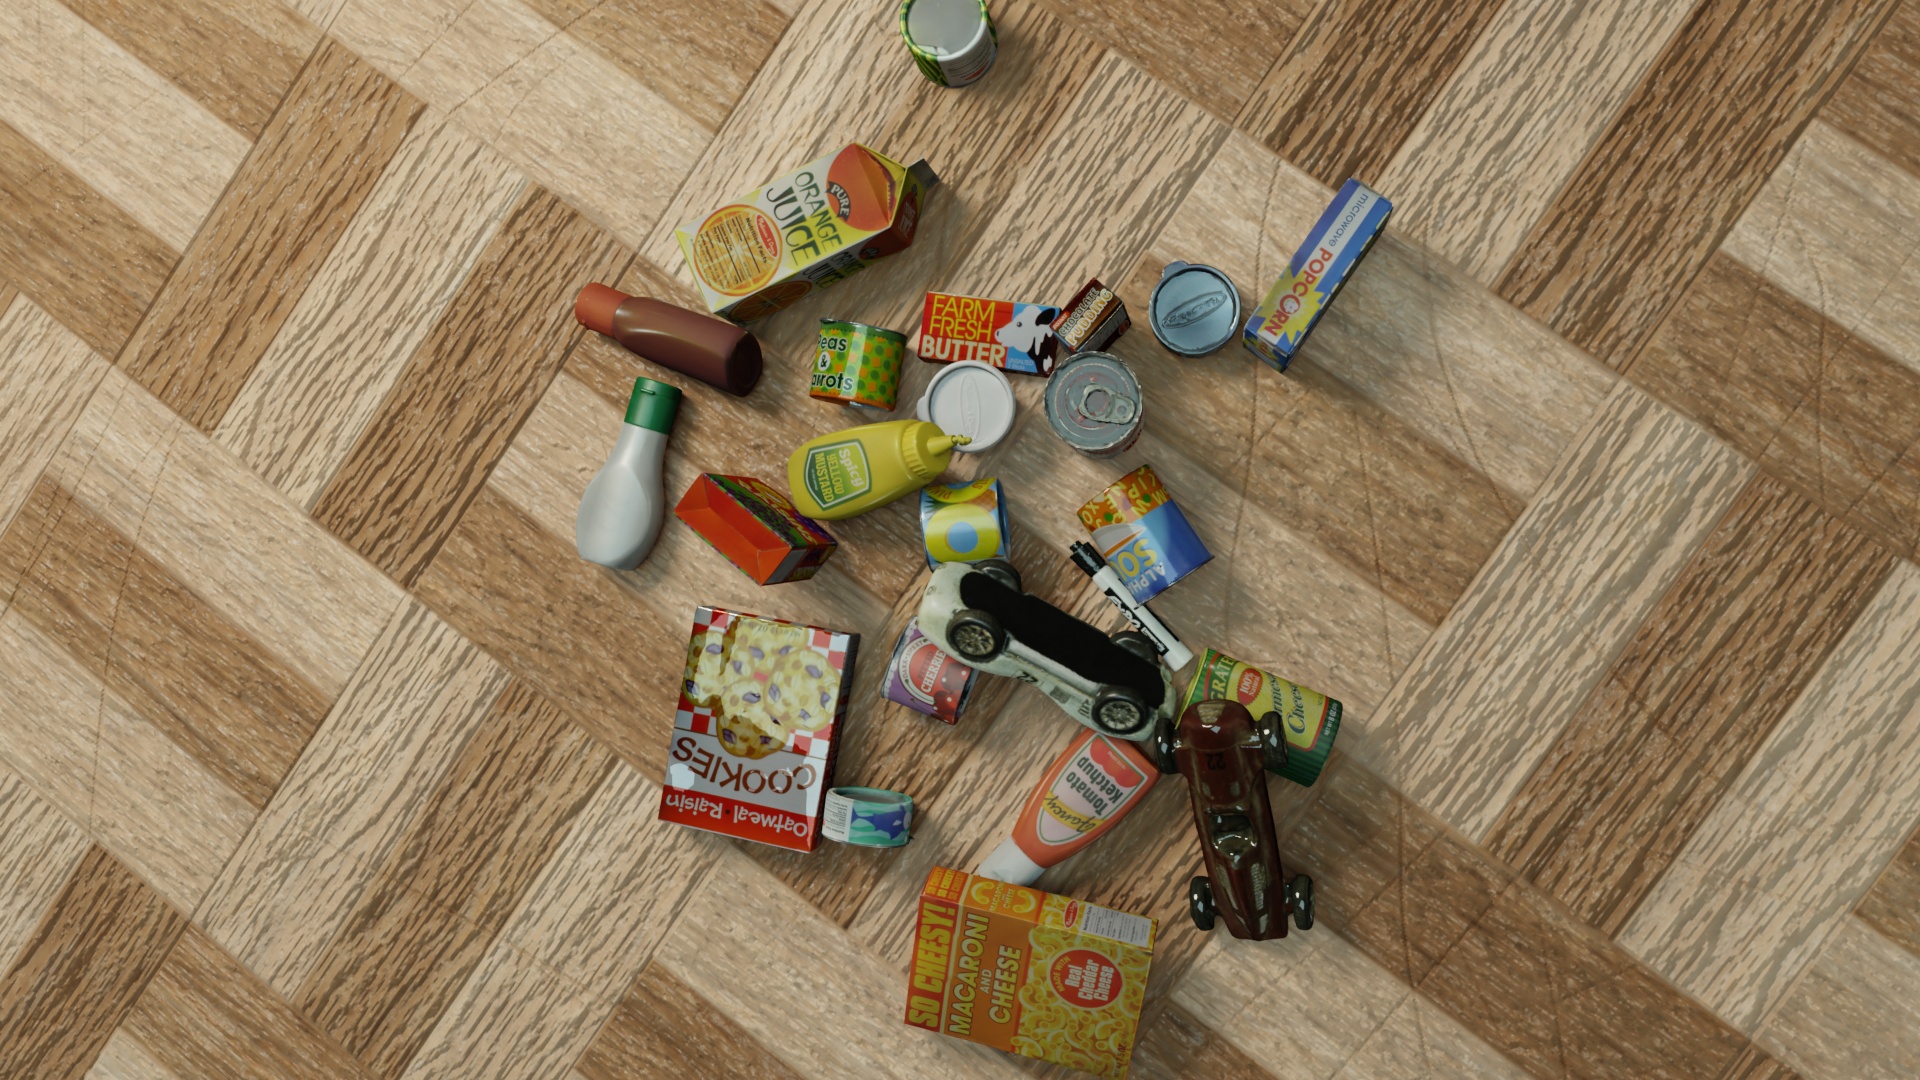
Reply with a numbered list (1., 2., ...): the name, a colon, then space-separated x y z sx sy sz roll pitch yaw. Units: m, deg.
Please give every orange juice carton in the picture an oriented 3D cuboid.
1. orange juice carton: -0.107 -0.237 1.045 0.192 0.072 0.073 -24 86 8

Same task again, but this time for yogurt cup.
1. yogurt cup: 0.010 -0.097 1.033 0.072 0.054 0.072 0 89 9

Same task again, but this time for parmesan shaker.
1. parmesan shaker: 0.213 0.124 0.992 0.103 0.071 0.071 21 92 8

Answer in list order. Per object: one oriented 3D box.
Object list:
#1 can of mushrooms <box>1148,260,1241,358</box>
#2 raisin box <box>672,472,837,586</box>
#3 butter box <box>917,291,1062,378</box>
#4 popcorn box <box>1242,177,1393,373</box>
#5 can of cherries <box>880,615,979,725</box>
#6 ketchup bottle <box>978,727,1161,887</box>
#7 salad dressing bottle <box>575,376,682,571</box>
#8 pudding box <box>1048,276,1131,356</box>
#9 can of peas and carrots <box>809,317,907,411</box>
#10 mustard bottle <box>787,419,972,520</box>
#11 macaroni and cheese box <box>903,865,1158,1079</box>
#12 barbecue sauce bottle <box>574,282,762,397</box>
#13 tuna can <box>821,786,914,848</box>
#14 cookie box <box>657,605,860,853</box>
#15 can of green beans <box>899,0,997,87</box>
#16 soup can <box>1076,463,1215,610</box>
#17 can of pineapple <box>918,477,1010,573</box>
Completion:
1. can of mushrooms: 0.171 -0.170 1.020 0.071 0.033 0.071 0 89 9
2. raisin box: -0.148 -0.009 1.020 0.086 0.123 0.040 38 96 8
3. butter box: 0.022 -0.155 1.047 0.103 0.024 0.053 8 89 9
4. popcorn box: 0.251 -0.185 0.982 0.038 0.085 0.126 35 95 9
5. can of cherries: -0.019 0.096 1.024 0.058 0.071 0.071 22 92 8
6. ketchup bottle: 0.076 0.202 1.021 0.065 0.043 0.148 44 96 9
7. salad dressing bottle: -0.254 -0.052 1.078 0.064 0.044 0.147 17 90 11
8. pudding box: 0.095 -0.155 1.006 0.030 0.084 0.049 43 96 10
9. can of peas and carrots: -0.079 -0.130 1.039 0.071 0.071 0.058 10 91 9
10. mustard bottle: -0.057 -0.057 1.012 0.160 0.049 0.065 -15 88 38
11. macaroni and cheese box: 0.049 0.312 1.003 0.166 0.040 0.123 12 114 10
12. barbecue sauce bottle: -0.227 -0.159 1.069 0.149 0.064 0.044 22 68 17
13. tuna can: -0.066 0.205 1.032 0.071 0.071 0.033 7 89 9
14. cookie box: -0.153 0.142 1.060 0.123 0.040 0.167 10 89 9
15. can of green beans: -0.009 -0.381 1.040 0.071 0.058 0.071 0 89 9
16. soup can: 0.131 -0.002 1.004 0.071 0.071 0.084 -35 83 7
17. can of pineapple: 0.004 -0.013 1.025 0.058 0.071 0.071 -7 88 8
